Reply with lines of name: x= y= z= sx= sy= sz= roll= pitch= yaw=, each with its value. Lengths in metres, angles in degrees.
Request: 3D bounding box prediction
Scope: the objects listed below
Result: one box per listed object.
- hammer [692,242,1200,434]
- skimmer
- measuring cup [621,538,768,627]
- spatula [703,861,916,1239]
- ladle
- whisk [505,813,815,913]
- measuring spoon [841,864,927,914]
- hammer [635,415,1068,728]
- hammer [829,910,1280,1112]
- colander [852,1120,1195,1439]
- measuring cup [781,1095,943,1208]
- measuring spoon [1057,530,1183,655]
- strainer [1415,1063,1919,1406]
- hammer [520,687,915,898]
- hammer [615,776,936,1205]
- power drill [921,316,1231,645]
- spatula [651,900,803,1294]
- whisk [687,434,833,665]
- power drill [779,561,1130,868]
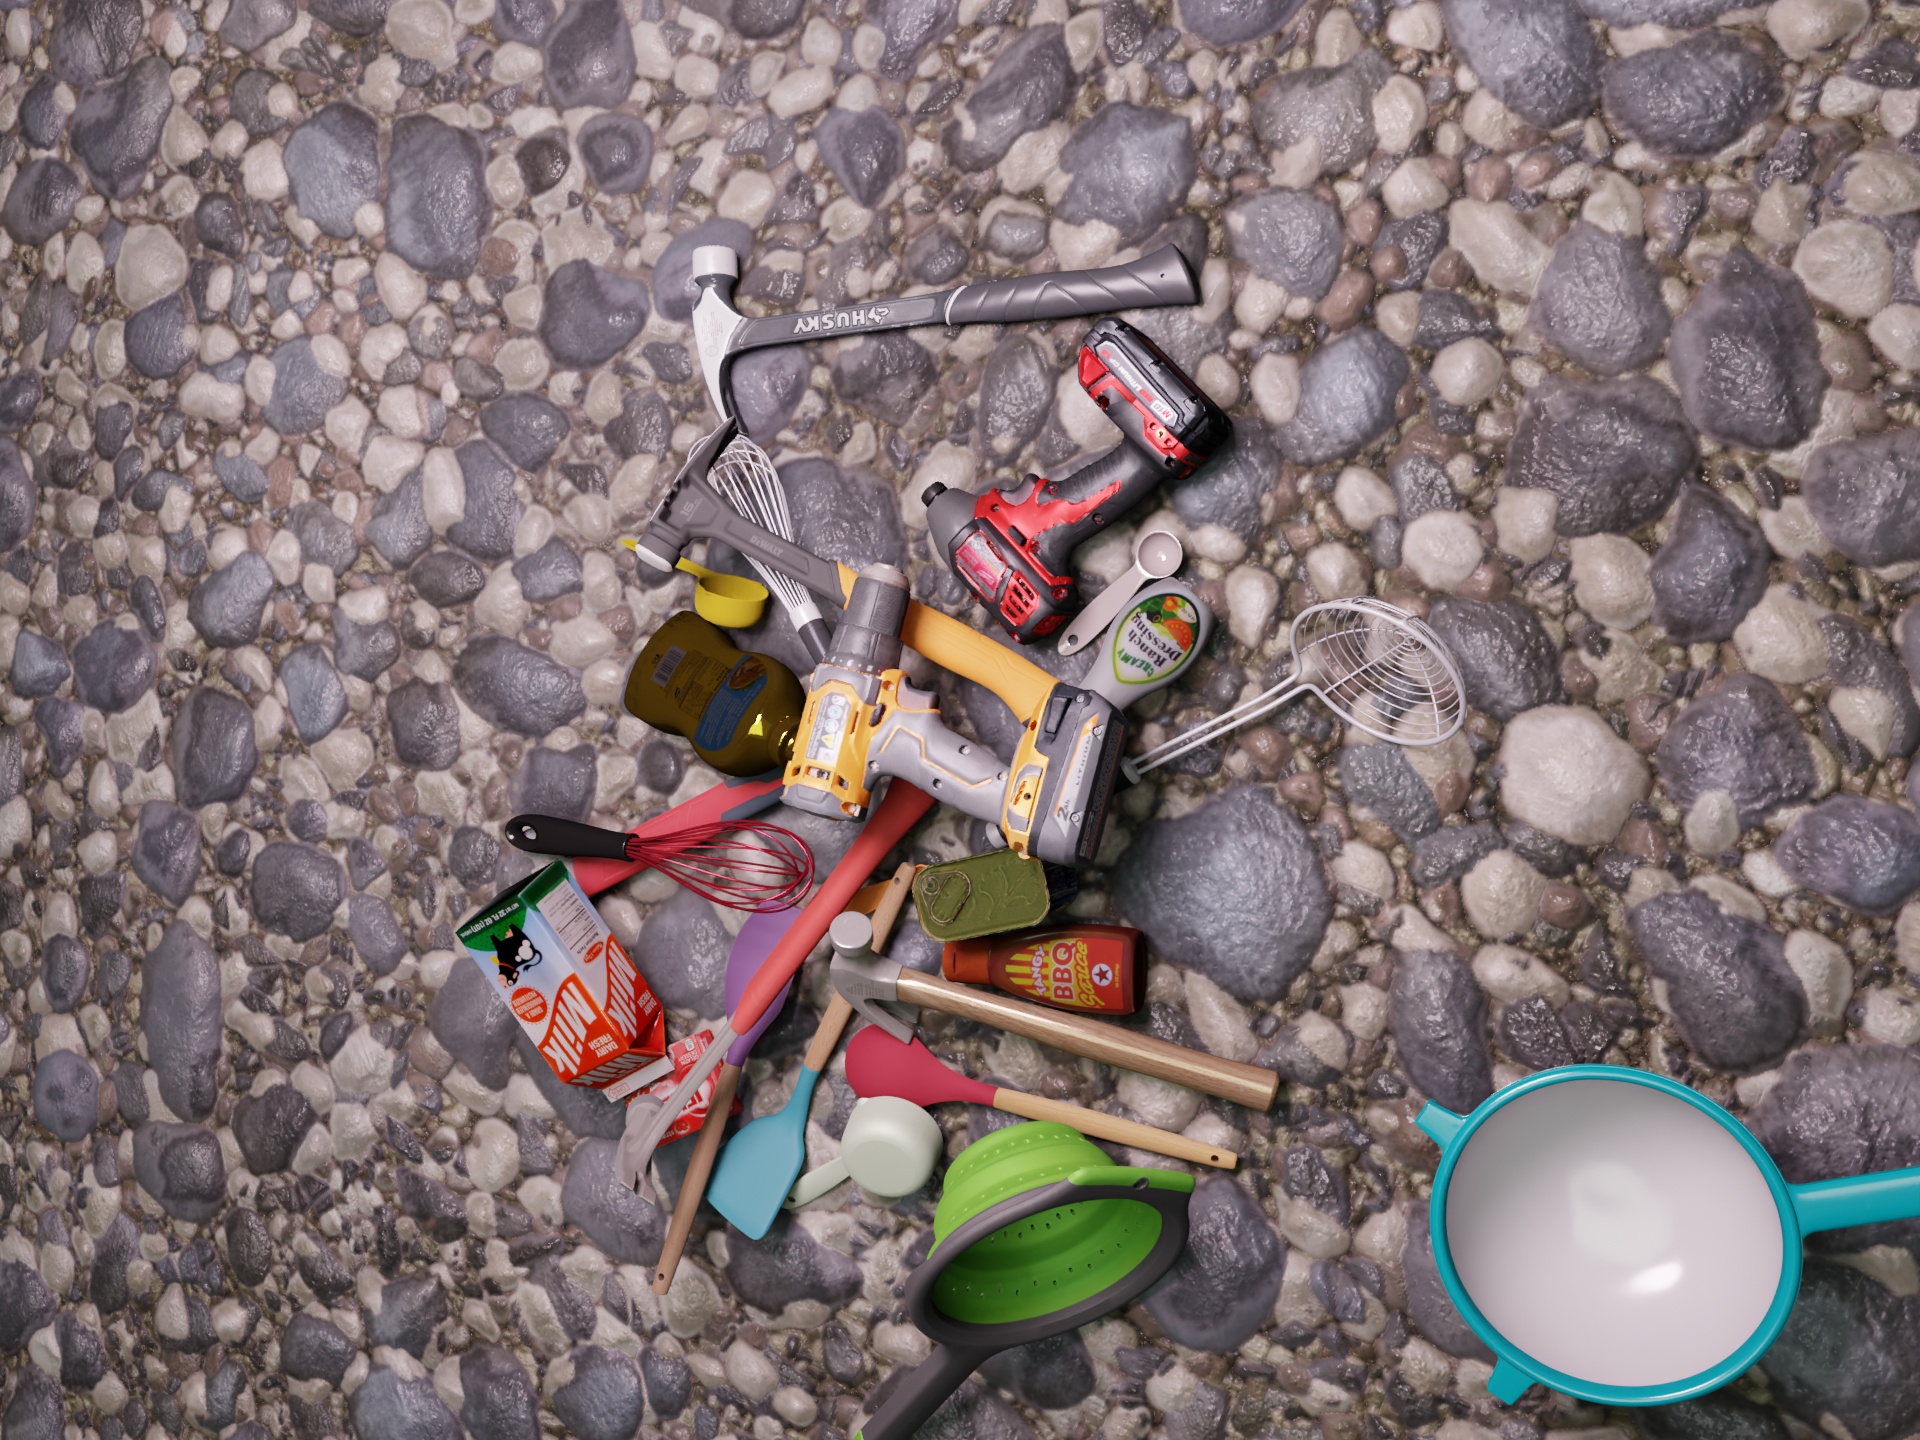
hammer: x=-0.021 y=-0.308 z=1.208 sx=0.409 sy=0.036 sz=0.149 roll=-1 pitch=91 yaw=21
skimmer: x=0.169 y=0.024 z=1.105 sx=0.363 sy=0.090 sz=0.127 roll=-28 pitch=115 yaw=22
measuring cup: x=-0.221 y=-0.112 z=1.287 sx=0.157 sy=0.062 sz=0.029 roll=25 pitch=114 yaw=31
spatula: x=-0.110 y=0.250 z=1.239 sx=0.082 sy=0.044 sz=0.317 roll=33 pitch=104 yaw=31
ladle: x=0.051 y=0.289 z=1.189 sx=0.315 sy=0.031 sz=0.069 roll=10 pitch=93 yaw=20
whisk: x=-0.242 y=0.103 z=1.249 sx=0.296 sy=0.073 sz=0.073 roll=6 pitch=93 yaw=26
measuring spoon: x=-0.069 y=0.138 z=1.245 sx=0.117 sy=0.011 sz=0.021 roll=-24 pitch=87 yaw=24
hammer: x=-0.066 y=-0.097 z=1.184 sx=0.337 sy=0.034 sz=0.127 roll=29 pitch=77 yaw=3
hammer: x=0.064 y=0.223 z=1.151 sx=0.331 sy=0.130 sz=0.031 roll=15 pitch=55 yaw=11
colander: x=0.010 y=0.410 z=1.169 sx=0.397 sy=0.204 sz=0.095 roll=-55 pitch=37 yaw=29
measuring cup: x=-0.087 y=0.351 z=1.227 sx=0.167 sy=0.038 sz=0.083 roll=-36 pitch=102 yaw=26
measuring spoon: x=0.117 y=-0.091 z=1.168 sx=0.124 sy=0.018 sz=0.034 roll=-45 pitch=77 yaw=23
strainer: x=0.468 y=0.296 z=0.988 sx=0.340 sy=0.095 sz=0.211 roll=-16 pitch=87 yaw=19
hammer: x=-0.182 y=0.082 z=1.273 sx=0.386 sy=0.038 sz=0.143 roll=-26 pitch=82 yaw=20
hammer: x=-0.139 y=0.192 z=1.195 sx=0.036 sy=0.149 sz=0.359 roll=38 pitch=89 yaw=-12
power drill: x=0.075 y=-0.176 z=1.151 sx=0.219 sy=0.078 sz=0.143 roll=-46 pitch=74 yaw=19
spatula: x=-0.190 y=0.296 z=1.259 sx=0.060 sy=0.018 sz=0.316 roll=15 pitch=83 yaw=20
whisk: x=-0.133 y=-0.106 z=1.225 sx=0.070 sy=0.070 sz=0.285 roll=-33 pitch=73 yaw=19
power drill: x=-0.002 y=-0.004 z=1.104 sx=0.226 sy=0.084 sz=0.185 roll=13 pitch=85 yaw=19
